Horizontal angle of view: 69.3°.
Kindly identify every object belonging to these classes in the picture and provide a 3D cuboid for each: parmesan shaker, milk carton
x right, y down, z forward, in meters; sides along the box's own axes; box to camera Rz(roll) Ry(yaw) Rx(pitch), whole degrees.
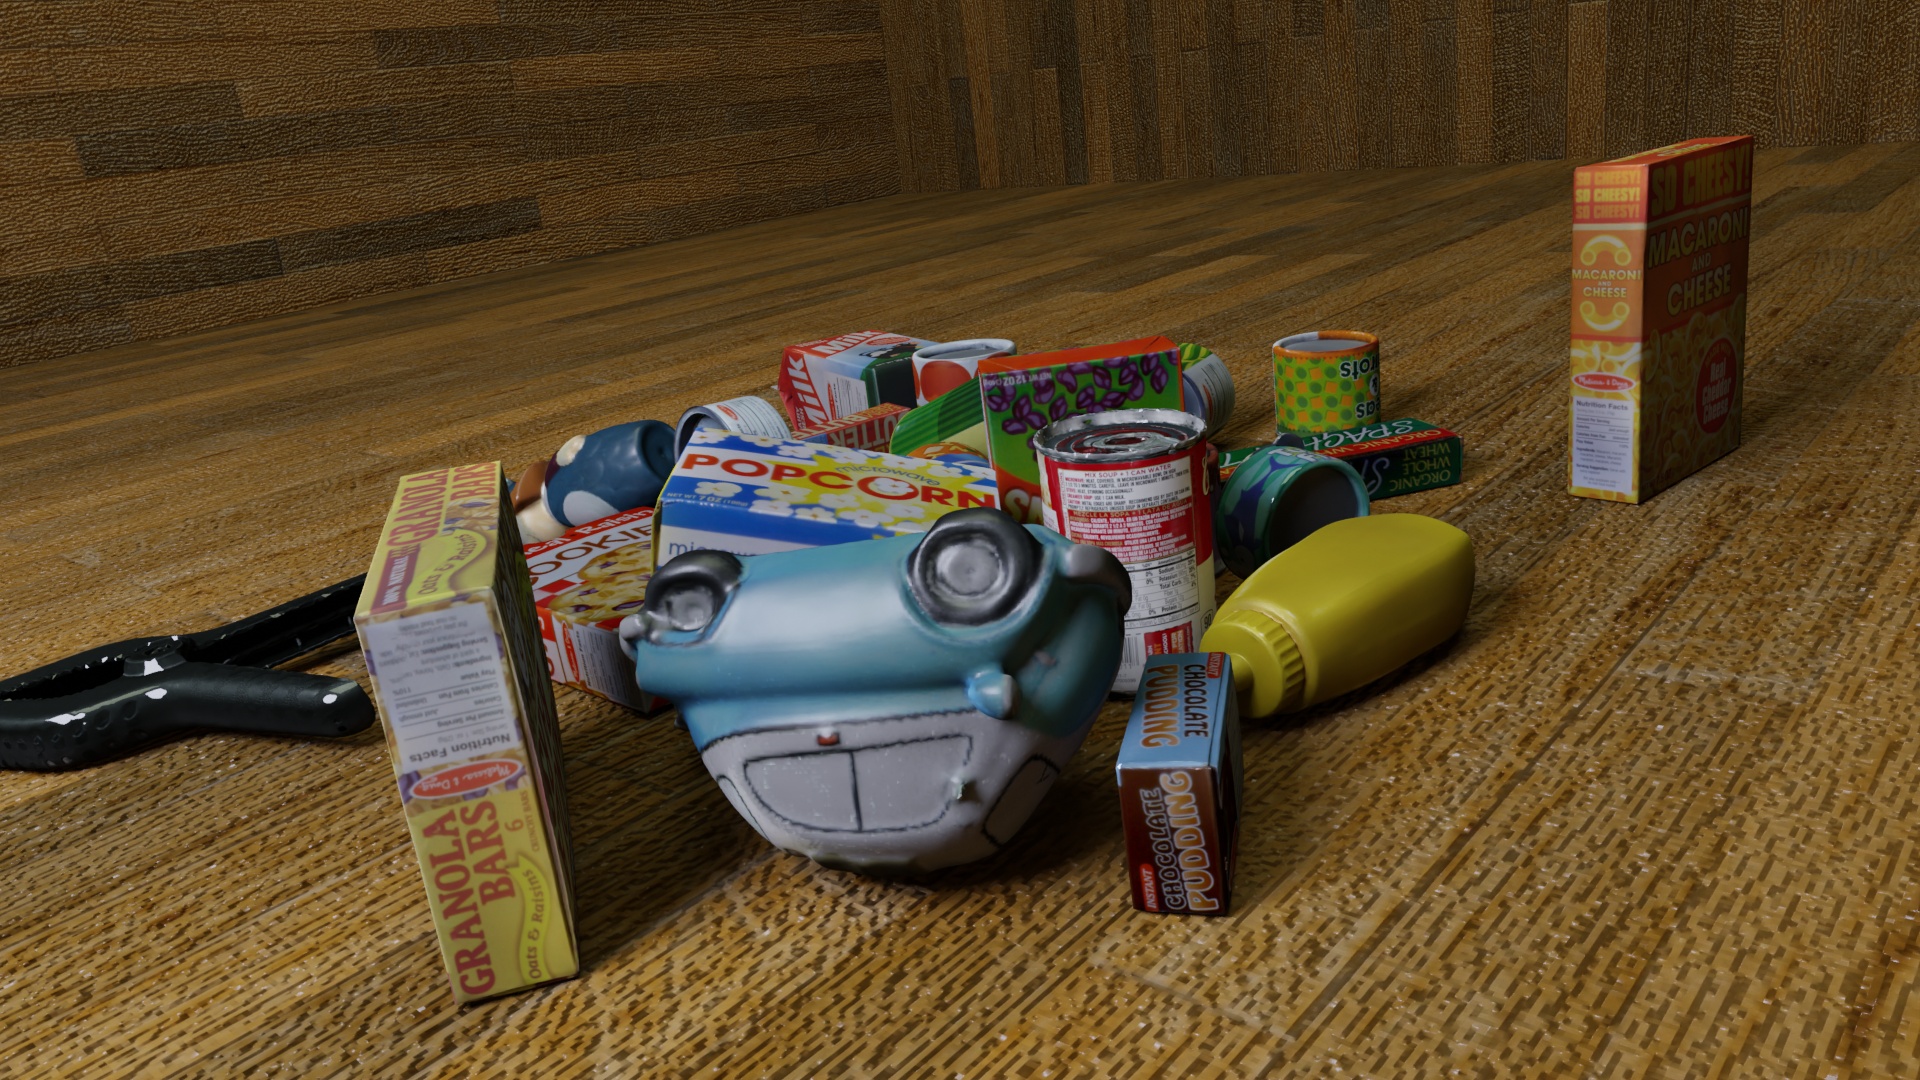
[{"bbox_3d":[0.017,-0.056,0.767,0.071,0.071,0.103,-21,0,-37],"label":"parmesan shaker"},{"bbox_3d":[-0.067,-0.105,0.985,0.072,0.073,0.191,-16,20,-27],"label":"milk carton"}]

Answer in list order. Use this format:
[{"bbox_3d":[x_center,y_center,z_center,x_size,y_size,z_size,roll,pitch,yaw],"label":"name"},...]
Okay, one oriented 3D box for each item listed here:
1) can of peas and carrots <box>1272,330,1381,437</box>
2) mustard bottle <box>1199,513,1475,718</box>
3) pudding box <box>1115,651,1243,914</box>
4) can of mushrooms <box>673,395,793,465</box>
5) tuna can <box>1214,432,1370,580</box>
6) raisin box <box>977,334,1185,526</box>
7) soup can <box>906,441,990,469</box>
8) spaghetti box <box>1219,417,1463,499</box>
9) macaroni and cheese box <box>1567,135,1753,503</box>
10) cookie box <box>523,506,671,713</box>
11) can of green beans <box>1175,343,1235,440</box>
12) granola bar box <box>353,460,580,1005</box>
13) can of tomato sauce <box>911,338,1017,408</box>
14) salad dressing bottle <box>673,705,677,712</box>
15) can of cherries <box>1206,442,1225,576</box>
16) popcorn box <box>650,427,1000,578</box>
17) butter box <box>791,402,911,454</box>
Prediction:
[{"bbox_3d":[0.234,-0.098,0.880,0.071,0.058,0.071,-7,18,2],"label":"can of peas and carrots"},{"bbox_3d":[0.136,0.032,0.535,0.161,0.048,0.065,-22,23,-38],"label":"mustard bottle"},{"bbox_3d":[0.070,0.073,0.434,0.030,0.049,0.084,-3,18,15],"label":"pudding box"},{"bbox_3d":[-0.109,-0.034,0.674,0.033,0.070,0.071,-18,21,-38],"label":"can of mushrooms"},{"bbox_3d":[0.151,-0.011,0.626,0.071,0.070,0.033,-16,21,-27],"label":"tuna can"},{"bbox_3d":[0.057,-0.022,0.608,0.086,0.123,0.040,-8,17,-1],"label":"raisin box"},{"bbox_3d":[0.002,-0.009,0.681,0.071,0.071,0.084,-10,18,-9],"label":"soup can"},{"bbox_3d":[0.148,-0.029,0.749,0.250,0.028,0.050,-11,18,-11],"label":"spaghetti box"},{"bbox_3d":[0.360,-0.116,0.716,0.124,0.166,0.040,-20,21,-37],"label":"macaroni and cheese box"},{"bbox_3d":[-0.153,0.026,0.670,0.167,0.040,0.123,10,24,42],"label":"cookie box"},{"bbox_3d":[0.132,-0.086,0.870,0.071,0.071,0.058,4,20,30],"label":"can of green beans"},{"bbox_3d":[-0.158,0.052,0.460,0.039,0.123,0.166,-11,18,-15],"label":"granola bar box"},{"bbox_3d":[0.006,-0.078,0.861,0.071,0.082,0.071,-6,17,2],"label":"can of tomato sauce"},{"bbox_3d":[-0.032,0.053,0.523,0.148,0.064,0.044,5,38,8],"label":"salad dressing bottle"},{"bbox_3d":[0.097,-0.015,0.676,0.071,0.058,0.072,-7,18,2],"label":"can of cherries"},{"bbox_3d":[-0.048,-0.006,0.532,0.127,0.038,0.085,8,21,-5],"label":"popcorn box"},{"bbox_3d":[-0.072,-0.046,0.841,0.104,0.053,0.024,-22,25,-39],"label":"butter box"}]
